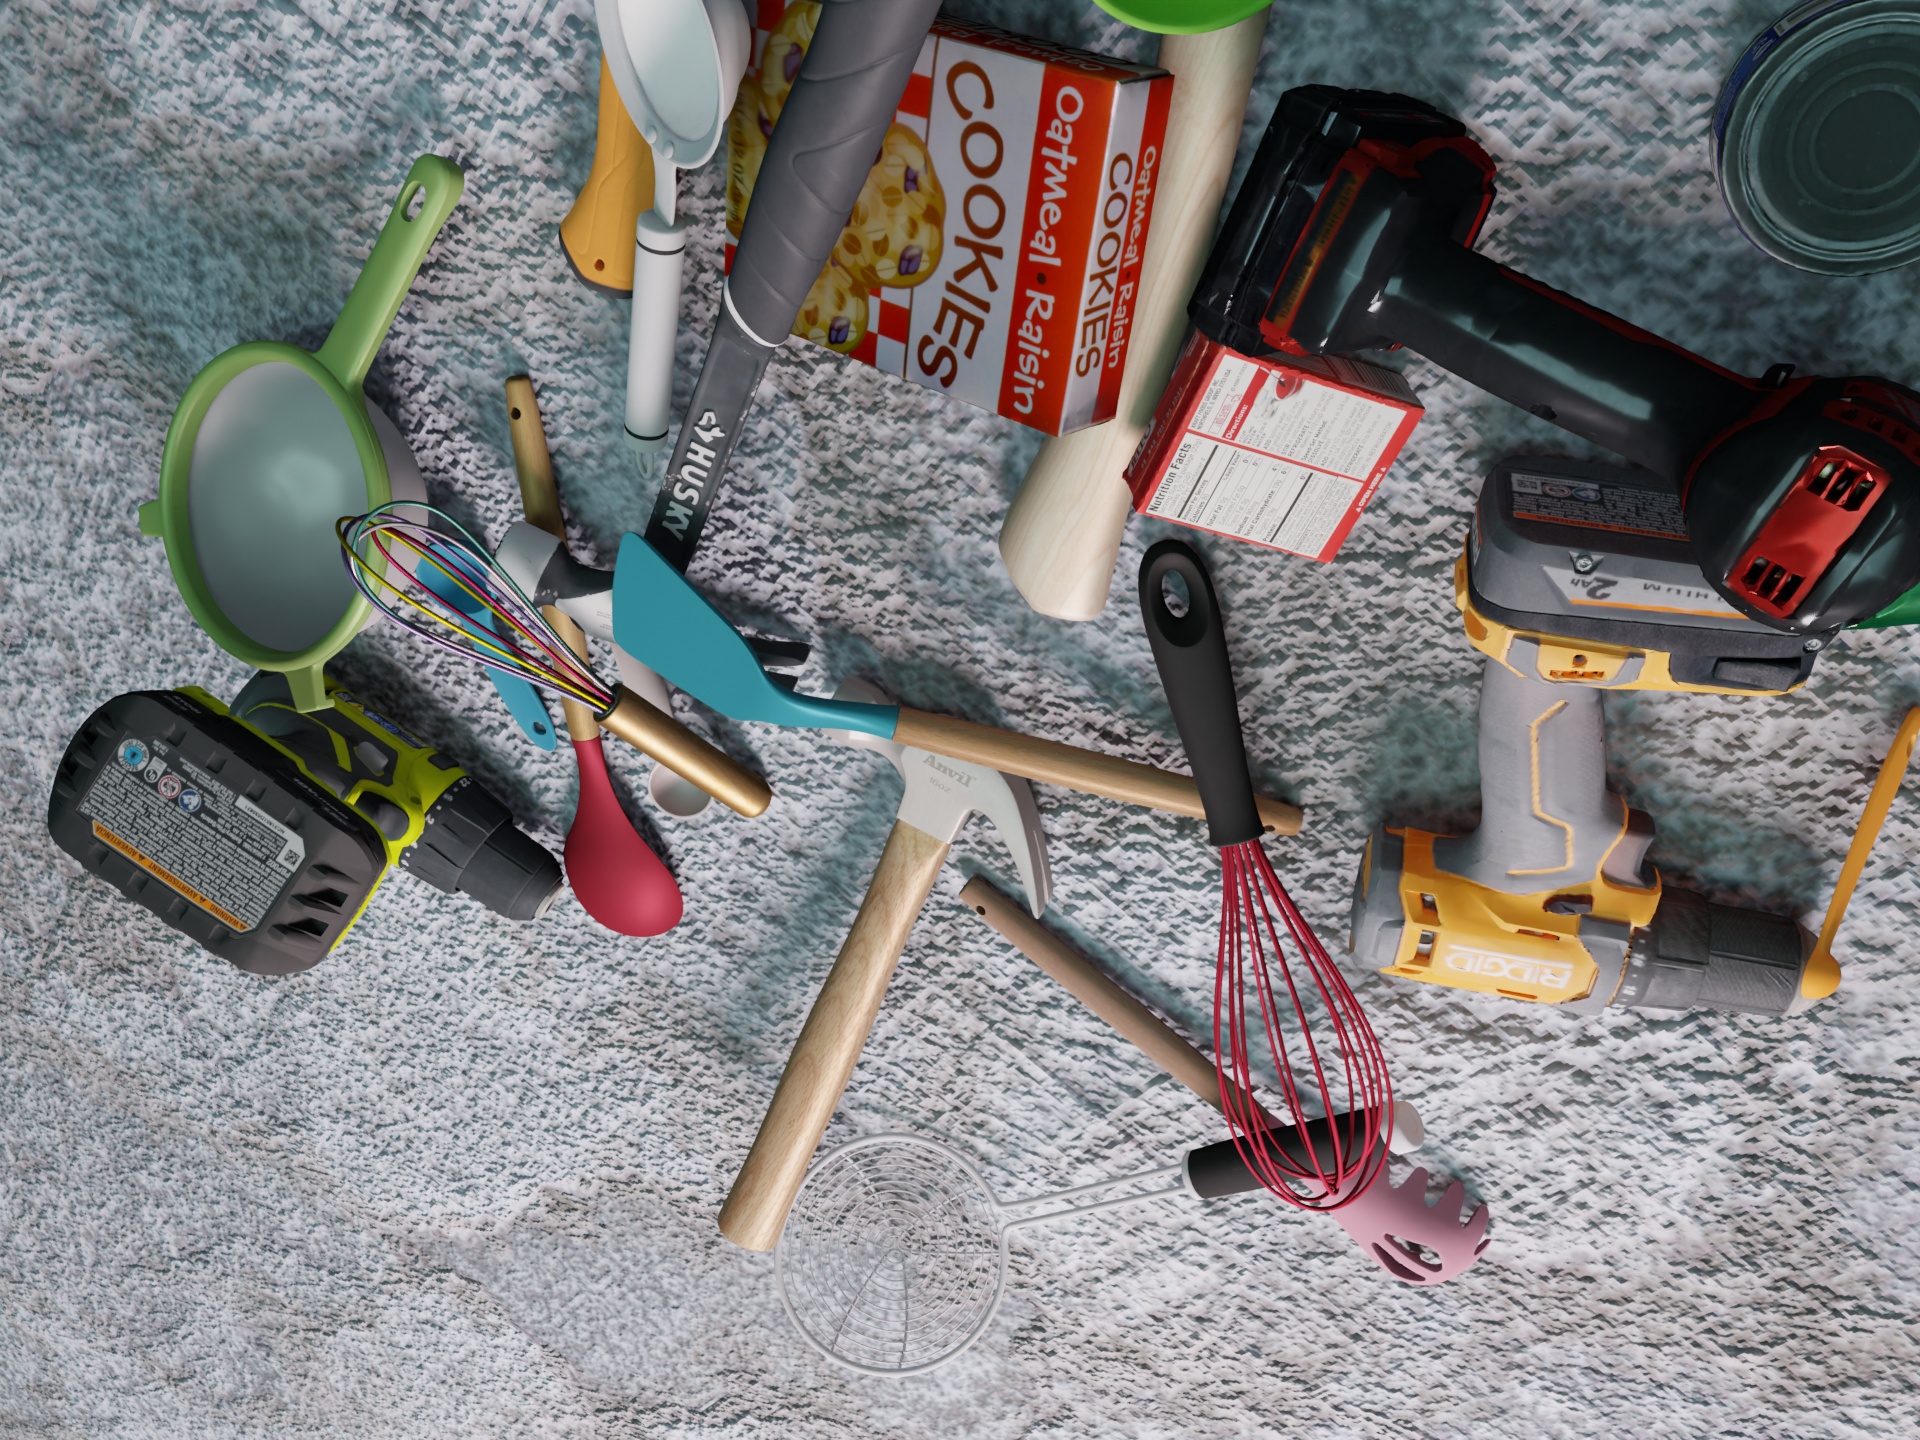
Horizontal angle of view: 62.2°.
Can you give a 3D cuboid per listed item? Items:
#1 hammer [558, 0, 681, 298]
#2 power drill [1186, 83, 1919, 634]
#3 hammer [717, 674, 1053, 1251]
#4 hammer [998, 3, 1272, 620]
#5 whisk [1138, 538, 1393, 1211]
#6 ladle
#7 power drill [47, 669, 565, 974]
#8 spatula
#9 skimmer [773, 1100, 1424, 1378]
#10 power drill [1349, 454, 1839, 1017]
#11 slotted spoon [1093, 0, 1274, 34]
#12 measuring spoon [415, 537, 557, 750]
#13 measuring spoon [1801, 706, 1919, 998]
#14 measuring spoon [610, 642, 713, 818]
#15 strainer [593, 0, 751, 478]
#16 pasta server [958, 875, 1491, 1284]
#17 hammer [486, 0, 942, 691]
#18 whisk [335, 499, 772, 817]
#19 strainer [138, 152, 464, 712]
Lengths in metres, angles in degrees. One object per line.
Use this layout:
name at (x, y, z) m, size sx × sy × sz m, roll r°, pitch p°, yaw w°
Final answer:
hammer at (-0.097, -0.311, 0.574) m, size 0.127 × 0.034 × 0.336 m, roll 24°, pitch 125°, yaw 8°
power drill at (0.208, -0.117, 0.508) m, size 0.227 × 0.188 × 0.080 m, roll 36°, pitch 123°, yaw 21°
hammer at (-0.055, 0.144, 0.795) m, size 0.130 × 0.031 × 0.331 m, roll 27°, pitch 116°, yaw 8°
hammer at (0.091, -0.212, 0.559) m, size 0.146 × 0.038 × 0.410 m, roll 19°, pitch 125°, yaw 9°
whisk at (0.122, 0.068, 0.670) m, size 0.073 × 0.073 × 0.296 m, roll -13°, pitch 96°, yaw 27°
ladle at (-0.190, -0.016, 0.792) m, size 0.069 × 0.031 × 0.315 m, roll 6°, pitch 119°, yaw 19°
power drill at (-0.296, 0.047, 0.760) m, size 0.190 × 0.228 × 0.080 m, roll 35°, pitch 94°, yaw 0°
spatula at (-0.001, -0.002, 0.693) m, size 0.317 × 0.044 × 0.082 m, roll 15°, pitch 143°, yaw -6°
skimmer at (0.054, 0.244, 0.790) m, size 0.363 × 0.090 × 0.127 m, roll -28°, pitch 73°, yaw 39°
power drill at (0.259, 0.024, 0.609) m, size 0.185 × 0.084 × 0.226 m, roll 10°, pitch 127°, yaw 10°
slotted spoon at (0.188, -0.243, 0.477) m, size 0.314 × 0.031 × 0.070 m, roll 3°, pitch 126°, yaw 6°
measuring spoon at (-0.231, -0.039, 0.803) m, size 0.042 × 0.021 × 0.128 m, roll -4°, pitch 127°, yaw 23°
measuring spoon at (0.340, 0.050, 0.594) m, size 0.011 × 0.021 × 0.117 m, roll 21°, pitch 91°, yaw 43°
measuring spoon at (-0.151, -0.010, 0.789) m, size 0.034 × 0.018 × 0.124 m, roll -12°, pitch 108°, yaw 11°
strainer at (-0.113, -0.196, 0.609) m, size 0.087 × 0.050 × 0.258 m, roll 47°, pitch 143°, yaw 26°
pasta server at (0.128, 0.177, 0.784) m, size 0.316 × 0.040 × 0.060 m, roll 39°, pitch 125°, yaw 1°
hammer at (-0.077, -0.136, 0.591) m, size 0.149 × 0.036 × 0.408 m, roll 25°, pitch 144°, yaw -9°
whisk at (-0.178, -0.022, 0.727) m, size 0.244 × 0.051 × 0.047 m, roll 38°, pitch 166°, yaw -36°
strainer at (-0.274, -0.140, 0.733) m, size 0.151 × 0.069 × 0.256 m, roll 43°, pitch 112°, yaw 18°
